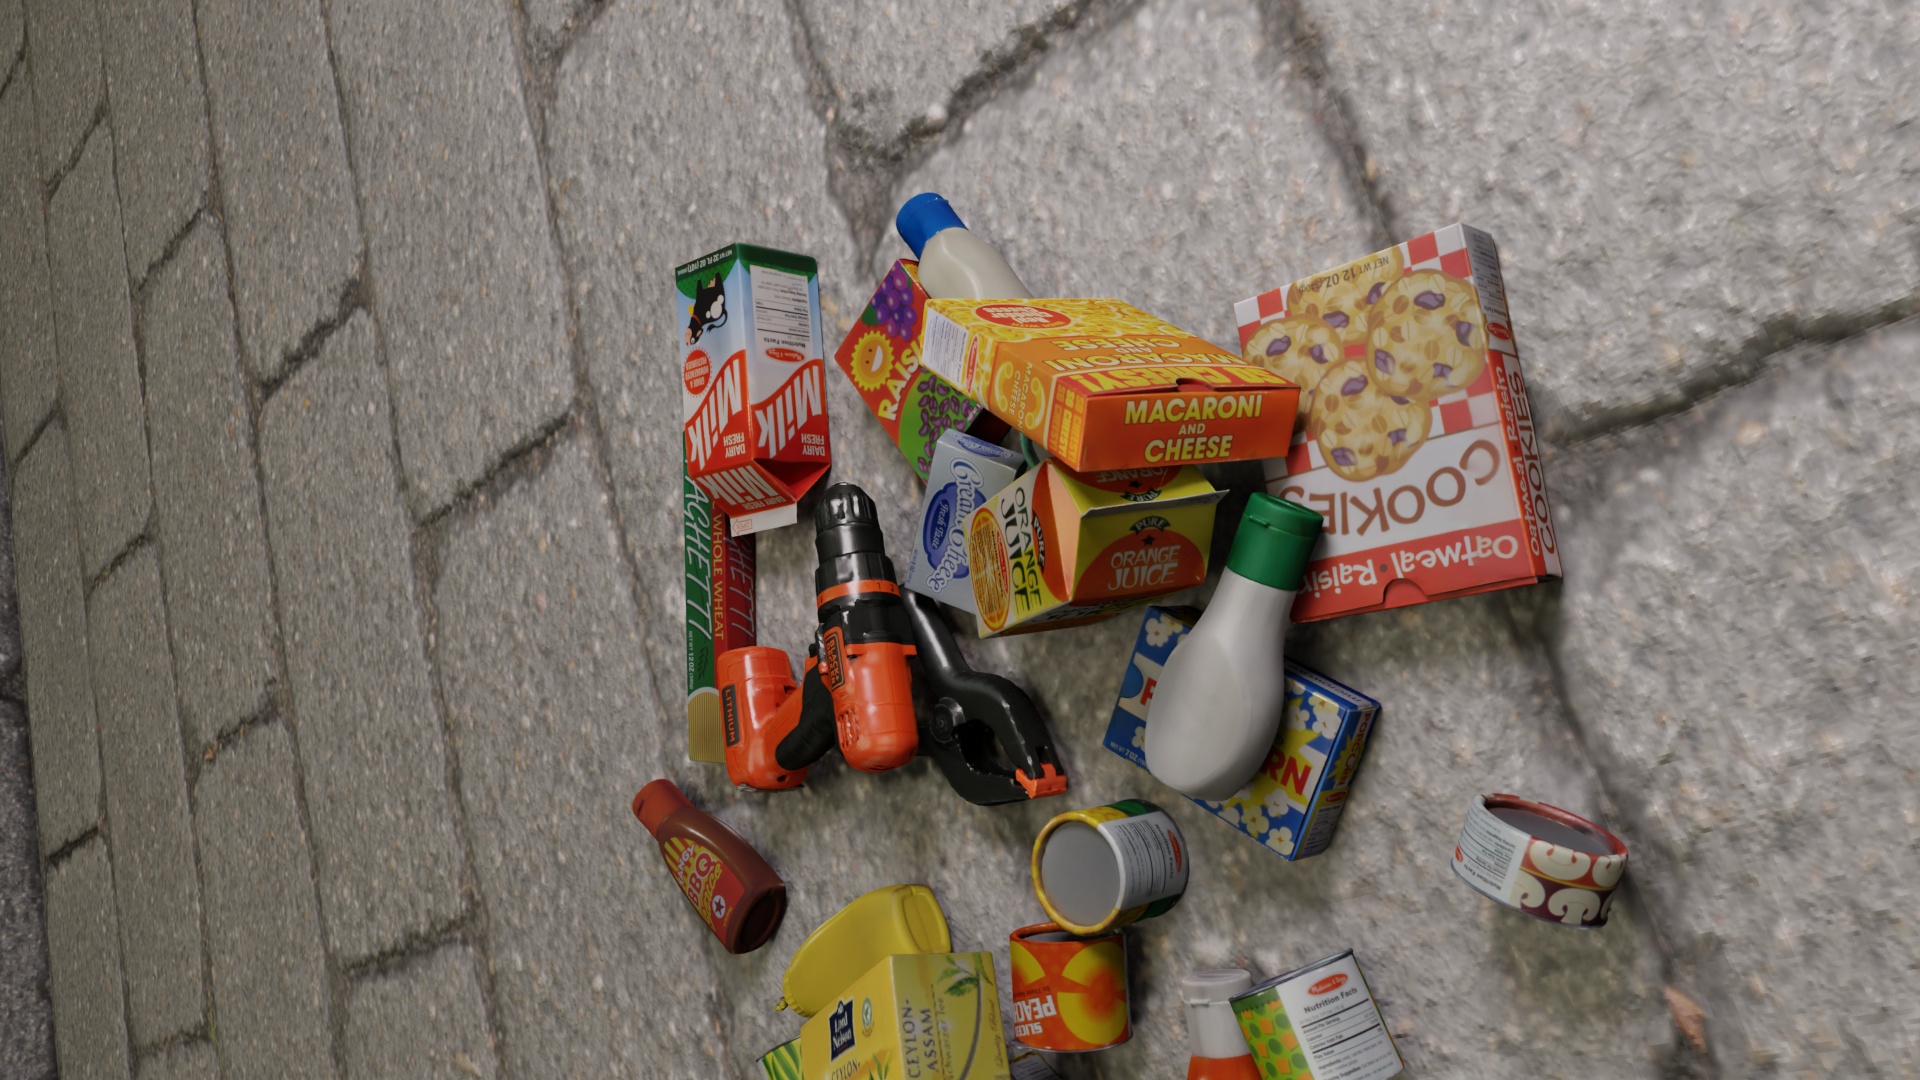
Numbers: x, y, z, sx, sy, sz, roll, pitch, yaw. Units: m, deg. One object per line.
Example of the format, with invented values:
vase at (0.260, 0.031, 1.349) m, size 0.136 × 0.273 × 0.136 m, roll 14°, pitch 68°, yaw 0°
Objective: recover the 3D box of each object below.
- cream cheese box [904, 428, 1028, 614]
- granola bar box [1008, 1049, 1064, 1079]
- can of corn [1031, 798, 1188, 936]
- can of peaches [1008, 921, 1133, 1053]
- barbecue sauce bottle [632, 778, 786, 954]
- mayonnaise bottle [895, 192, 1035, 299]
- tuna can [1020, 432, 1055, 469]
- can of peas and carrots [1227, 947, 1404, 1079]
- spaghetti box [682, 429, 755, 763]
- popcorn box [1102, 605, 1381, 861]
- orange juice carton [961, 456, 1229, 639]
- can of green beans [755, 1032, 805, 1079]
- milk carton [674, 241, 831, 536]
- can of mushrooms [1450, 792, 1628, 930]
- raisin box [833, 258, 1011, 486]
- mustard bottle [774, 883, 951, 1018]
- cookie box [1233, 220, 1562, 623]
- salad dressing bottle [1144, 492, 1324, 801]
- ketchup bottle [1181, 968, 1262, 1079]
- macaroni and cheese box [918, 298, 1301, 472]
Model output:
cream cheese box at (0.003, -0.010, 0.834) m, size 0.053 × 0.024 × 0.103 m, roll 20°, pitch 118°, yaw 13°
granola bar box at (0.037, 0.403, 0.807) m, size 0.124 × 0.039 × 0.165 m, roll 42°, pitch 116°, yaw 36°
can of corn at (0.079, 0.179, 0.762) m, size 0.071 × 0.058 × 0.071 m, roll -2°, pitch 88°, yaw 42°
can of peaches at (0.059, 0.246, 0.770) m, size 0.071 × 0.071 × 0.058 m, roll -7°, pitch 83°, yaw 42°
barbecue sauce bottle at (-0.187, 0.231, 1.014) m, size 0.149 × 0.044 × 0.064 m, roll 36°, pitch 114°, yaw 37°
mayonnaise bottle at (0.008, -0.152, 0.837) m, size 0.041 × 0.065 × 0.148 m, roll -55°, pitch 52°, yaw 32°
tuna can at (0.067, -0.062, 0.798) m, size 0.071 × 0.033 × 0.071 m, roll -1°, pitch 88°, yaw 42°
can of peas and carrots at (0.171, 0.239, 0.673) m, size 0.070 × 0.071 × 0.059 m, roll -37°, pitch 66°, yaw 36°
spaghetti box at (-0.177, 0.038, 1.020) m, size 0.050 × 0.029 × 0.250 m, roll -4°, pitch 86°, yaw 42°
popcorn box at (0.143, 0.096, 0.720) m, size 0.127 × 0.038 × 0.085 m, roll 28°, pitch 109°, yaw 39°
orange juice carton at (0.064, 0.000, 0.715) m, size 0.192 × 0.072 × 0.073 m, roll 145°, pitch 117°, yaw -70°
can of green beans at (-0.093, 0.355, 0.909) m, size 0.071 × 0.071 × 0.058 m, roll -42°, pitch 63°, yaw 34°
milk carton at (-0.143, -0.101, 0.963) m, size 0.072 × 0.073 × 0.190 m, roll -11°, pitch 82°, yaw 42°
can of mushrooms at (0.253, 0.138, 0.602) m, size 0.071 × 0.071 × 0.033 m, roll 22°, pitch 103°, yaw 41°
raisin box at (-0.018, -0.105, 0.873) m, size 0.085 × 0.040 × 0.124 m, roll -53°, pitch 58°, yaw 29°
mustard bottle at (-0.073, 0.276, 0.905) m, size 0.159 × 0.049 × 0.065 m, roll -38°, pitch 62°, yaw 36°
cookie box at (0.205, -0.051, 0.666) m, size 0.122 × 0.040 × 0.167 m, roll -16°, pitch 79°, yaw 41°
salad dressing bottle at (0.134, 0.051, 0.673) m, size 0.064 × 0.044 × 0.147 m, roll 30°, pitch 108°, yaw 45°
ketchup bottle at (0.142, 0.299, 0.711) m, size 0.064 × 0.043 × 0.149 m, roll -15°, pitch 79°, yaw 40°
macaroni and cheese box at (0.070, -0.085, 0.703) m, size 0.167 × 0.124 × 0.040 m, roll 41°, pitch 130°, yaw 54°
